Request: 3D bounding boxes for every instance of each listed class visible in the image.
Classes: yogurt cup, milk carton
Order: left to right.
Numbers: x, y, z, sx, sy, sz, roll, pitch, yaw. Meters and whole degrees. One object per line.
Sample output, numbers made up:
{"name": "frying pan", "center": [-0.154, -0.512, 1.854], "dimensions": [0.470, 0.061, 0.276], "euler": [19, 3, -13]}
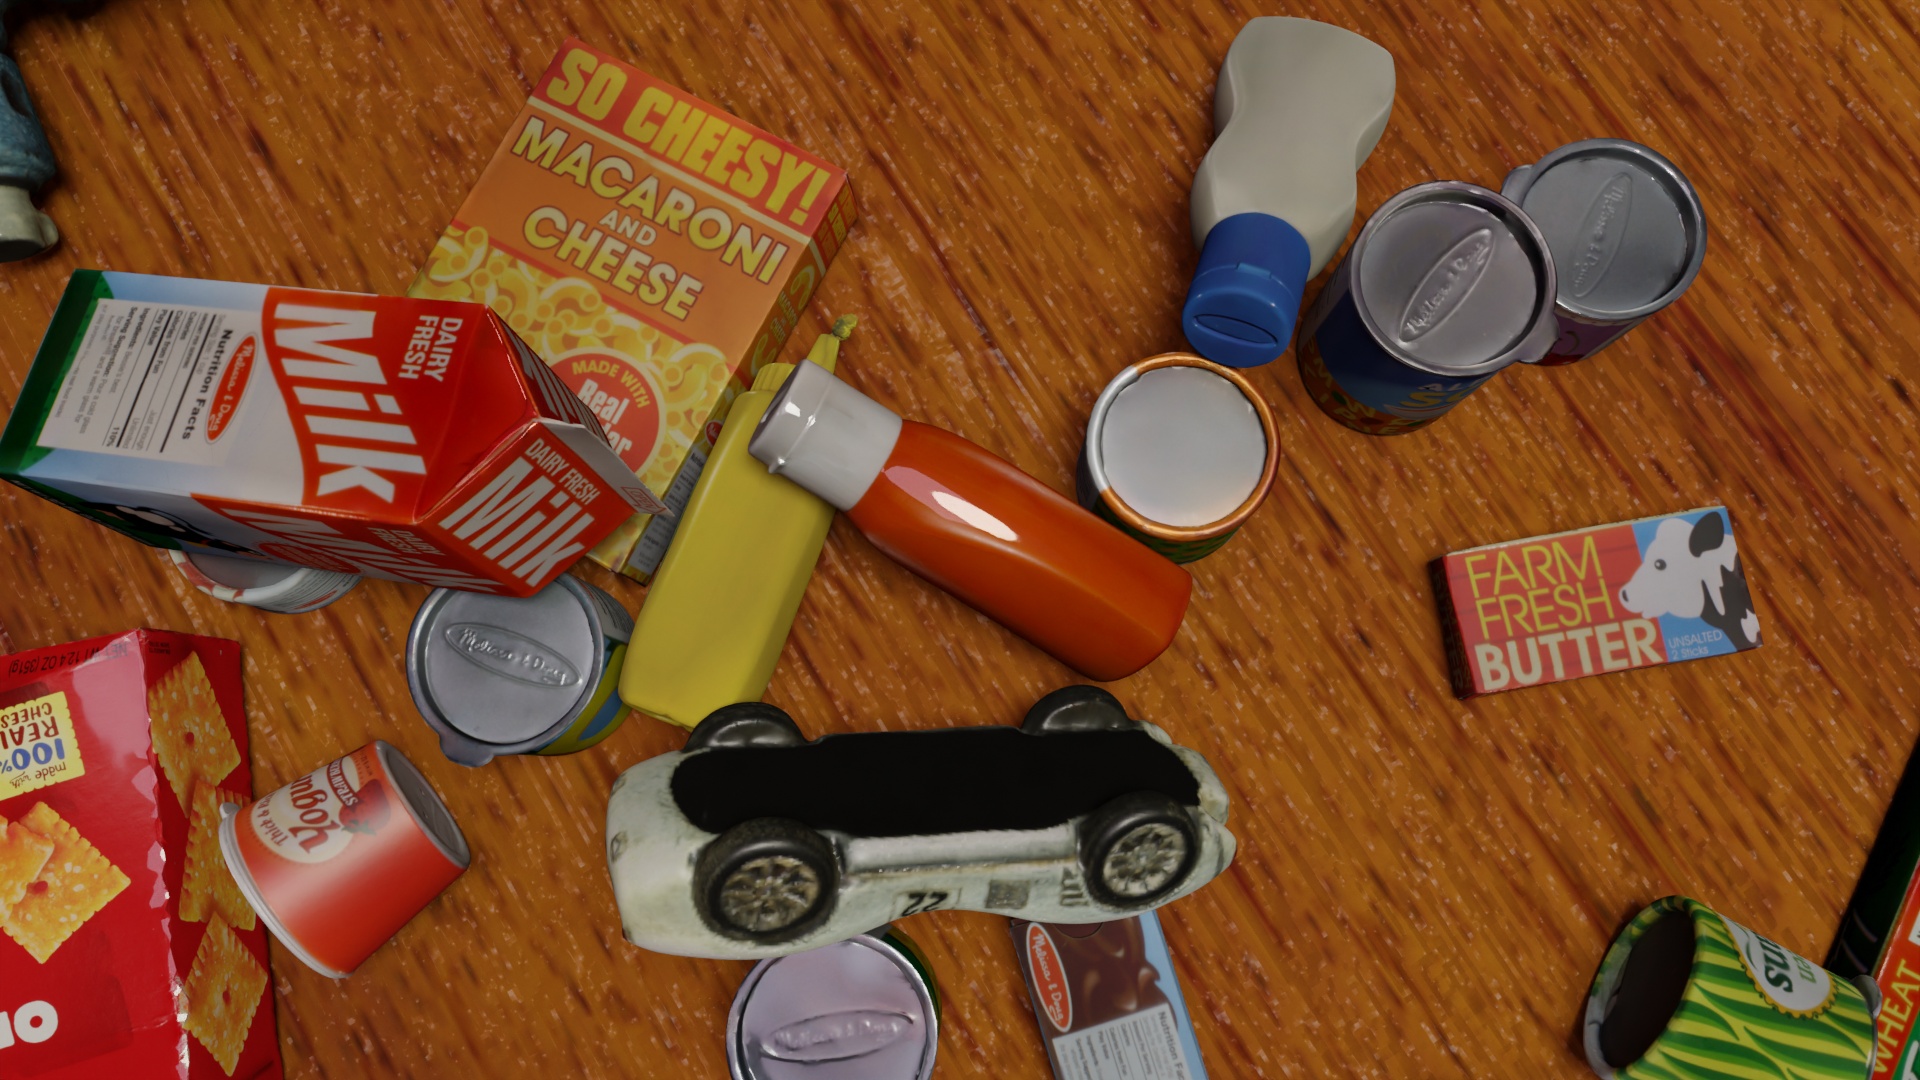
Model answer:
{"name": "yogurt cup", "center": [-0.205, 0.105, 0.470], "dimensions": [0.054, 0.072, 0.072], "euler": [-35, 81, -13]}
{"name": "milk carton", "center": [-0.190, -0.031, 0.440], "dimensions": [0.190, 0.072, 0.073], "euler": [7, 71, 14]}

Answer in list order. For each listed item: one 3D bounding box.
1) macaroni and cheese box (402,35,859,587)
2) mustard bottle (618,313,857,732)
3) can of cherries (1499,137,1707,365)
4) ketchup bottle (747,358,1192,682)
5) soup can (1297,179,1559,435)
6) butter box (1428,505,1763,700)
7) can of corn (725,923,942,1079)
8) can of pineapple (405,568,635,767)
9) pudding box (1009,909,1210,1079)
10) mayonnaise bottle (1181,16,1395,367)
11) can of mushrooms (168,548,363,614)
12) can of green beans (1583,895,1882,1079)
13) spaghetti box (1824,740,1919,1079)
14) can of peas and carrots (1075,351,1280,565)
{"name": "macaroni and cheese box", "center": [-0.132, -0.085, 0.515], "dimensions": [0.124, 0.040, 0.166], "euler": [28, 82, 7]}
{"name": "mustard bottle", "center": [-0.070, -0.010, 0.490], "dimensions": [0.049, 0.065, 0.160], "euler": [20, 75, -1]}
{"name": "can of cherries", "center": [0.220, -0.104, 0.501], "dimensions": [0.071, 0.058, 0.071], "euler": [0, 81, 2]}
{"name": "ketchup bottle", "center": [0.002, -0.006, 0.462], "dimensions": [0.149, 0.064, 0.044], "euler": [31, 65, -15]}
{"name": "soup can", "center": [0.160, -0.075, 0.484], "dimensions": [0.071, 0.083, 0.071], "euler": [0, 80, 2]}
{"name": "butter box", "center": [0.224, 0.022, 0.495], "dimensions": [0.103, 0.024, 0.053], "euler": [-10, 79, -1]}
{"name": "can of corn", "center": [-0.039, 0.162, 0.457], "dimensions": [0.071, 0.058, 0.071], "euler": [0, 80, 1]}
{"name": "can of pineapple", "center": [-0.150, 0.043, 0.482], "dimensions": [0.071, 0.057, 0.071], "euler": [0, 80, 2]}
{"name": "pudding box", "center": [0.052, 0.161, 0.470], "dimensions": [0.050, 0.030, 0.084], "euler": [-18, 80, -1]}
{"name": "mayonnaise bottle", "center": [0.111, -0.125, 0.489], "dimensions": [0.065, 0.041, 0.149], "euler": [18, 56, 7]}
{"name": "can of mushrooms", "center": [-0.252, -0.009, 0.507], "dimensions": [0.071, 0.033, 0.071], "euler": [0, 80, 2]}
{"name": "can of green beans", "center": [0.245, 0.157, 0.448], "dimensions": [0.058, 0.071, 0.071], "euler": [28, 82, 7]}
{"name": "spaghetti box", "center": [0.315, 0.165, 0.463], "dimensions": [0.050, 0.028, 0.250], "euler": [28, 81, 6]}
{"name": "can of peas and carrots", "center": [0.077, -0.027, 0.490], "dimensions": [0.071, 0.058, 0.071], "euler": [0, 80, 2]}
